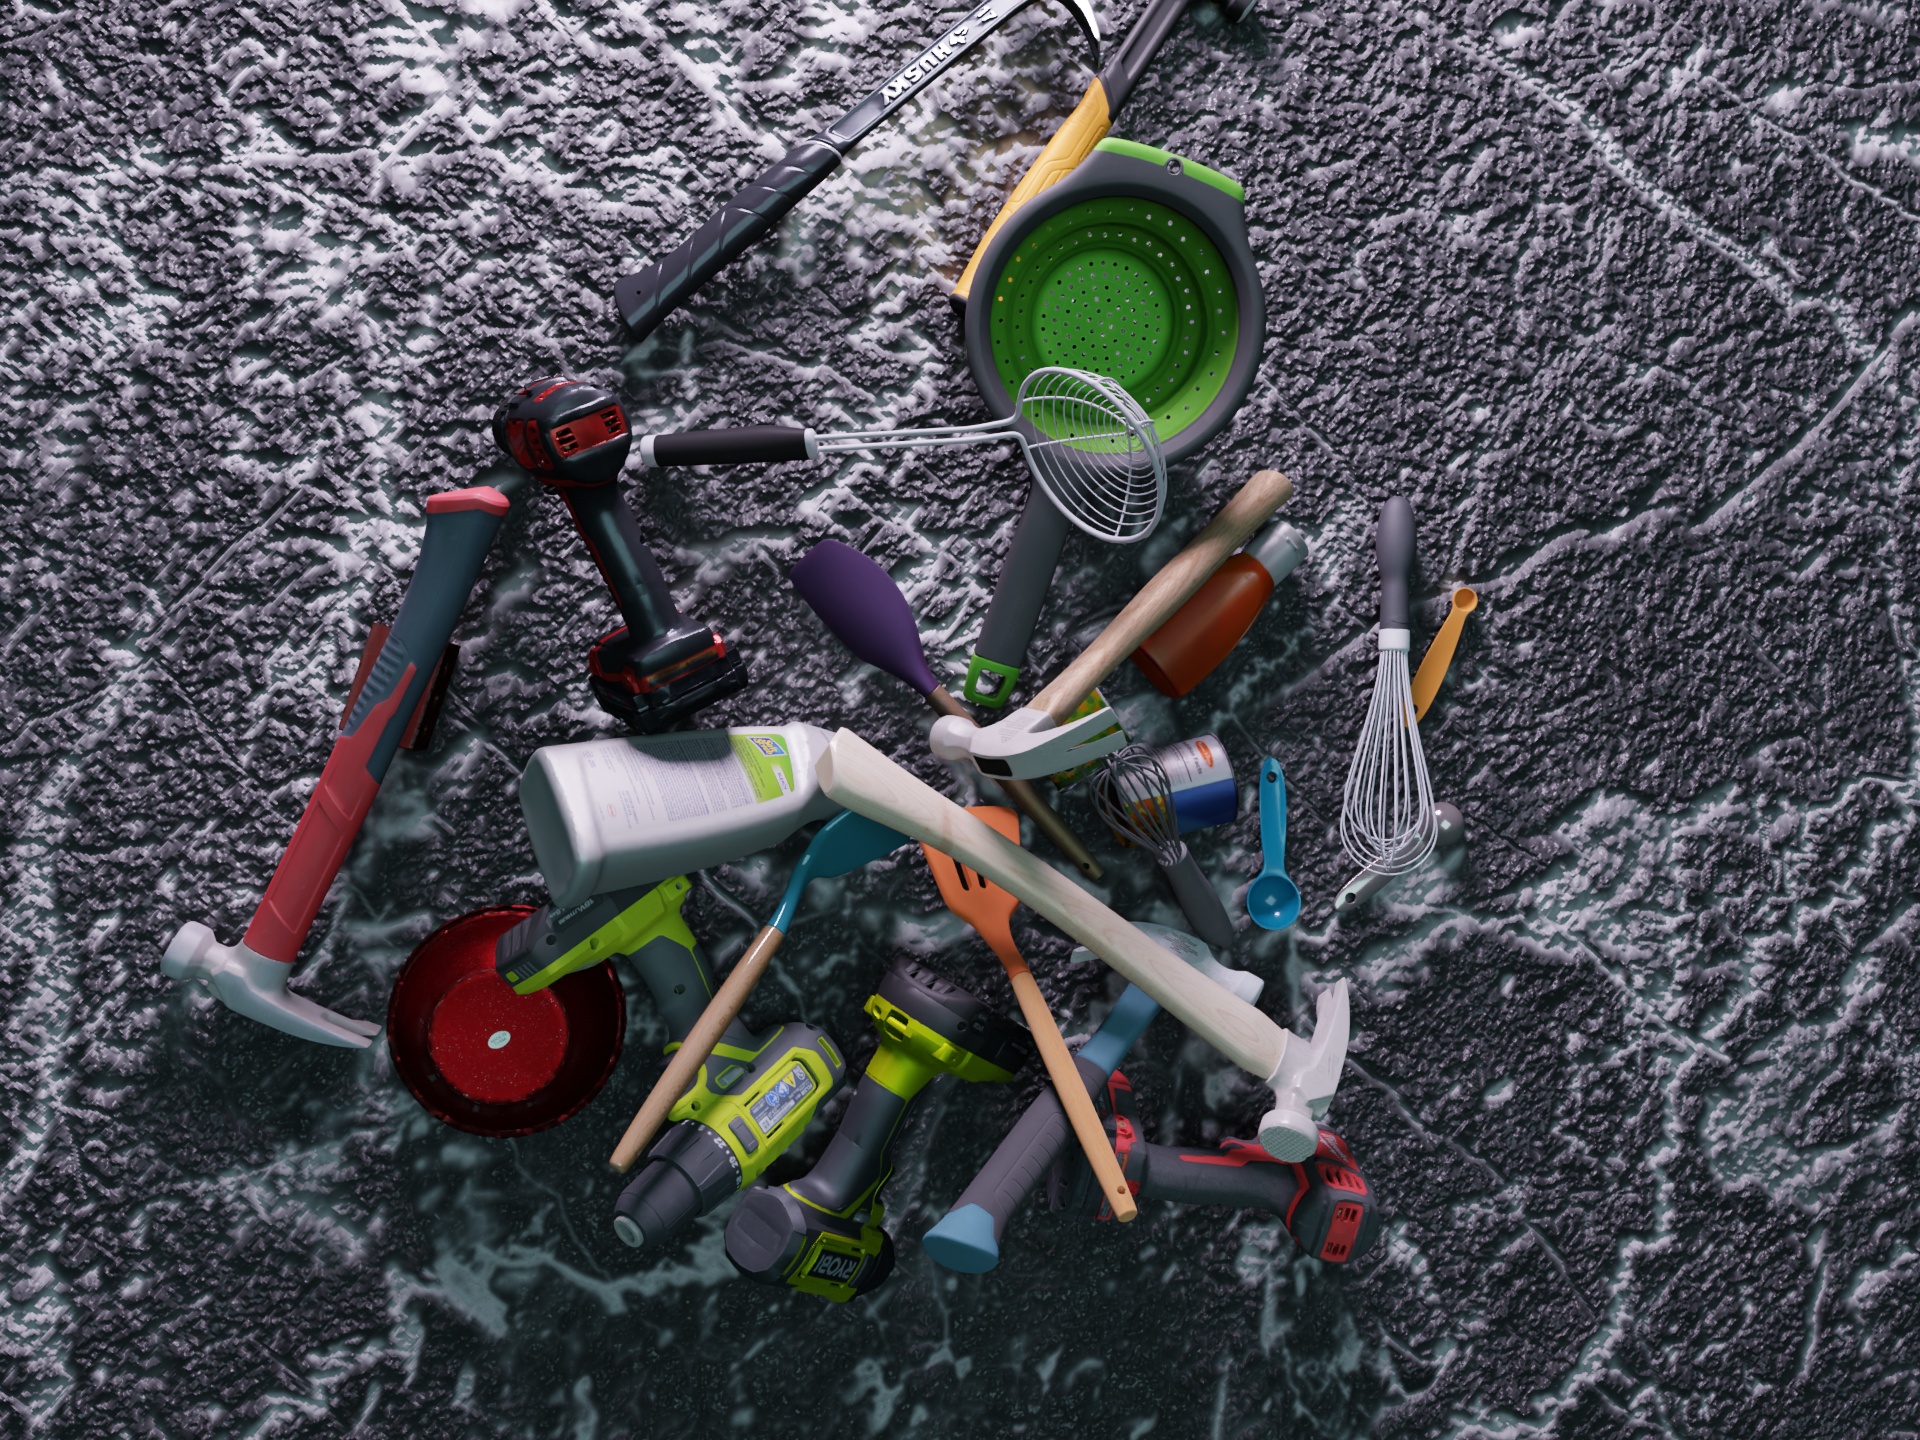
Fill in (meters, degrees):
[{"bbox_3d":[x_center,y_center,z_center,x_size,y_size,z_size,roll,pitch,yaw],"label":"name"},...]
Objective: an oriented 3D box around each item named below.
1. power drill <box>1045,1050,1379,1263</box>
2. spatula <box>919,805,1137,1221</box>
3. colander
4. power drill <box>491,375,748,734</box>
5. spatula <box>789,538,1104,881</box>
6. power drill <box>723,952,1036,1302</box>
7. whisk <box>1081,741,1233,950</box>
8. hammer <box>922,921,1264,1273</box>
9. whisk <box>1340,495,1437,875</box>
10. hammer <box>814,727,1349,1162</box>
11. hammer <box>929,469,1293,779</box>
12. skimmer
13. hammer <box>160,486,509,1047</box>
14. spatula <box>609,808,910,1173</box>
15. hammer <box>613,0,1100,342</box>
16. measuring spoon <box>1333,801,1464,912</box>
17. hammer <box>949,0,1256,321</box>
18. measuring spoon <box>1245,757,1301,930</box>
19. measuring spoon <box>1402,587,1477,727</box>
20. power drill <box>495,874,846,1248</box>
[{"bbox_3d":[0.173,0.306,1.118,0.219,0.143,0.078,12,105,-4],"label":"power drill"},{"bbox_3d":[0.050,0.183,1.050,0.081,0.323,0.041,-5,133,-20],"label":"spatula"},{"bbox_3d":[0.077,-0.202,1.135,0.204,0.094,0.397,18,105,-7],"label":"colander"},{"bbox_3d":[-0.237,-0.116,1.047,0.080,0.188,0.226,-29,112,-21],"label":"power drill"},{"bbox_3d":[-0.002,-0.004,1.144,0.060,0.018,0.316,-39,97,16],"label":"spatula"},{"bbox_3d":[-0.048,0.284,1.080,0.080,0.171,0.223,27,81,34],"label":"power drill"},{"bbox_3d":[0.144,0.094,1.105,0.055,0.055,0.238,-41,132,-7],"label":"whisk"},{"bbox_3d":[0.080,0.240,1.049,0.128,0.033,0.331,28,40,19],"label":"hammer"},{"bbox_3d":[0.324,-0.027,1.185,0.070,0.070,0.285,4,85,-10],"label":"whisk"},{"bbox_3d":[0.084,0.126,1.073,0.410,0.038,0.146,35,44,-3],"label":"hammer"},{"bbox_3d":[0.128,-0.072,1.106,0.331,0.130,0.031,-44,124,-25],"label":"hammer"},{"bbox_3d":[-0.045,-0.170,1.054,0.363,0.090,0.127,-1,135,10],"label":"skimmer"},{"bbox_3d":[-0.370,0.031,1.022,0.143,0.038,0.386,27,102,-11],"label":"hammer"},{"bbox_3d":[-0.126,0.162,1.039,0.044,0.082,0.318,21,55,18],"label":"spatula"},{"bbox_3d":[-0.079,-0.406,1.114,0.409,0.036,0.149,-41,77,-4],"label":"hammer"},{"bbox_3d":[0.333,0.106,1.202,0.124,0.018,0.034,-37,96,-7],"label":"measuring spoon"},{"bbox_3d":[0.085,-0.436,1.154,0.127,0.034,0.337,33,85,-9],"label":"hammer"},{"bbox_3d":[0.231,0.093,1.189,0.042,0.021,0.129,3,80,-9],"label":"measuring spoon"},{"bbox_3d":[0.363,-0.048,1.214,0.021,0.011,0.117,25,89,-7],"label":"measuring spoon"},{"bbox_3d":[-0.199,0.209,1.045,0.228,0.080,0.190,56,45,-3],"label":"power drill"}]
